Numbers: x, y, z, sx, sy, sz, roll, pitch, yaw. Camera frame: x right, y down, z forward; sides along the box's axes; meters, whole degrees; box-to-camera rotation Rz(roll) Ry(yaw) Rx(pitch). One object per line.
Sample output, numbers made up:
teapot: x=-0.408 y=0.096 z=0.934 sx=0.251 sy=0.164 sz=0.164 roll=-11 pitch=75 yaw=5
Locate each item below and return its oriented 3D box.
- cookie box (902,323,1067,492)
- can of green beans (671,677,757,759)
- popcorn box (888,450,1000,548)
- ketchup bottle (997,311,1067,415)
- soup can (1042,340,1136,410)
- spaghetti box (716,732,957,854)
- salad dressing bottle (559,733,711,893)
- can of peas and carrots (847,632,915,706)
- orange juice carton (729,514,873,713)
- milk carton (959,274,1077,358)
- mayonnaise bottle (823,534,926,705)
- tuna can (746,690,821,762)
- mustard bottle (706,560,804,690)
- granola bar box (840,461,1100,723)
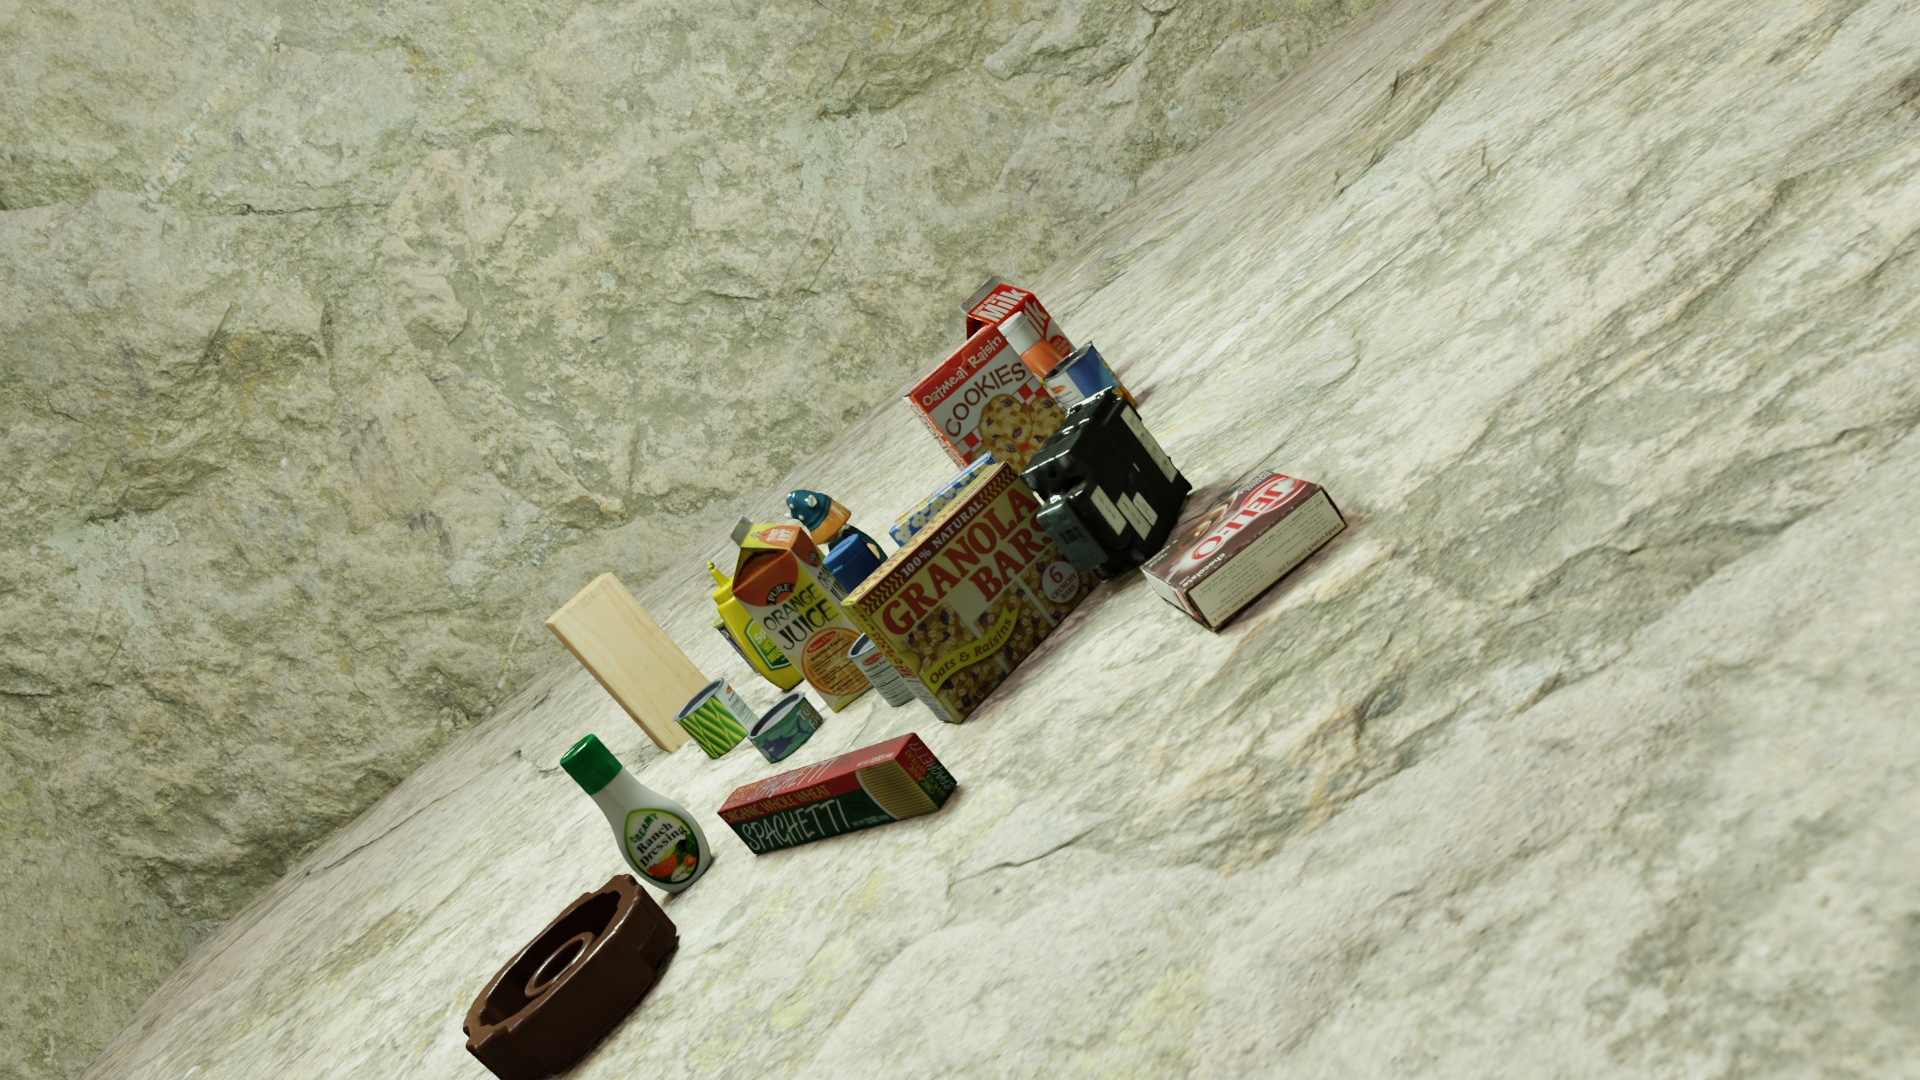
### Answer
cookie box: x=0.037 y=-0.129 z=1.486 sx=0.123 sy=0.167 sz=0.040 roll=-42 pitch=12 yaw=-15
can of green beans: x=-0.256 y=0.187 z=1.461 sx=0.071 sy=0.057 sz=0.071 roll=-37 pitch=12 yaw=10
popcorn box: x=0.005 y=-0.017 z=1.372 sx=0.126 sy=0.085 sz=0.038 roll=-36 pitch=12 yaw=12
ketchup bottle: x=0.099 y=-0.189 z=1.564 sx=0.044 sy=0.148 sz=0.064 roll=-43 pitch=12 yaw=-16
soup can: x=0.142 y=-0.162 z=1.497 sx=0.071 sy=0.083 sz=0.071 roll=-37 pitch=12 yaw=10
spaghetti box: x=-0.097 y=0.189 z=1.014 sx=0.249 sy=0.050 sz=0.029 roll=-25 pitch=18 yaw=47
salad dressing bottle: x=-0.271 y=0.226 z=1.154 sx=0.064 sy=0.147 sz=0.044 roll=-41 pitch=12 yaw=-10
can of peas and carrots: x=-0.052 y=0.098 z=1.189 sx=0.071 sy=0.058 sz=0.071 roll=-37 pitch=12 yaw=10
orange juice carton: x=-0.146 y=0.058 z=1.288 sx=0.073 sy=0.192 sz=0.072 roll=-37 pitch=12 yaw=12
milk carton: x=0.079 y=-0.220 z=1.638 sx=0.073 sy=0.190 sz=0.073 roll=-46 pitch=14 yaw=-29
mayonnaise bottle: x=-0.048 y=0.061 z=1.097 sx=0.064 sy=0.148 sz=0.041 roll=-31 pitch=14 yaw=33
tuna can: x=-0.162 y=0.173 z=1.299 sx=0.071 sy=0.033 sz=0.071 roll=-37 pitch=12 yaw=10
mustard bottle: x=-0.219 y=0.085 z=1.478 sx=0.065 sy=0.160 sz=0.049 roll=-43 pitch=12 yaw=-15
granola bar box: x=0.011 y=0.039 z=1.063 sx=0.166 sy=0.124 sz=0.039 roll=-43 pitch=13 yaw=-20
